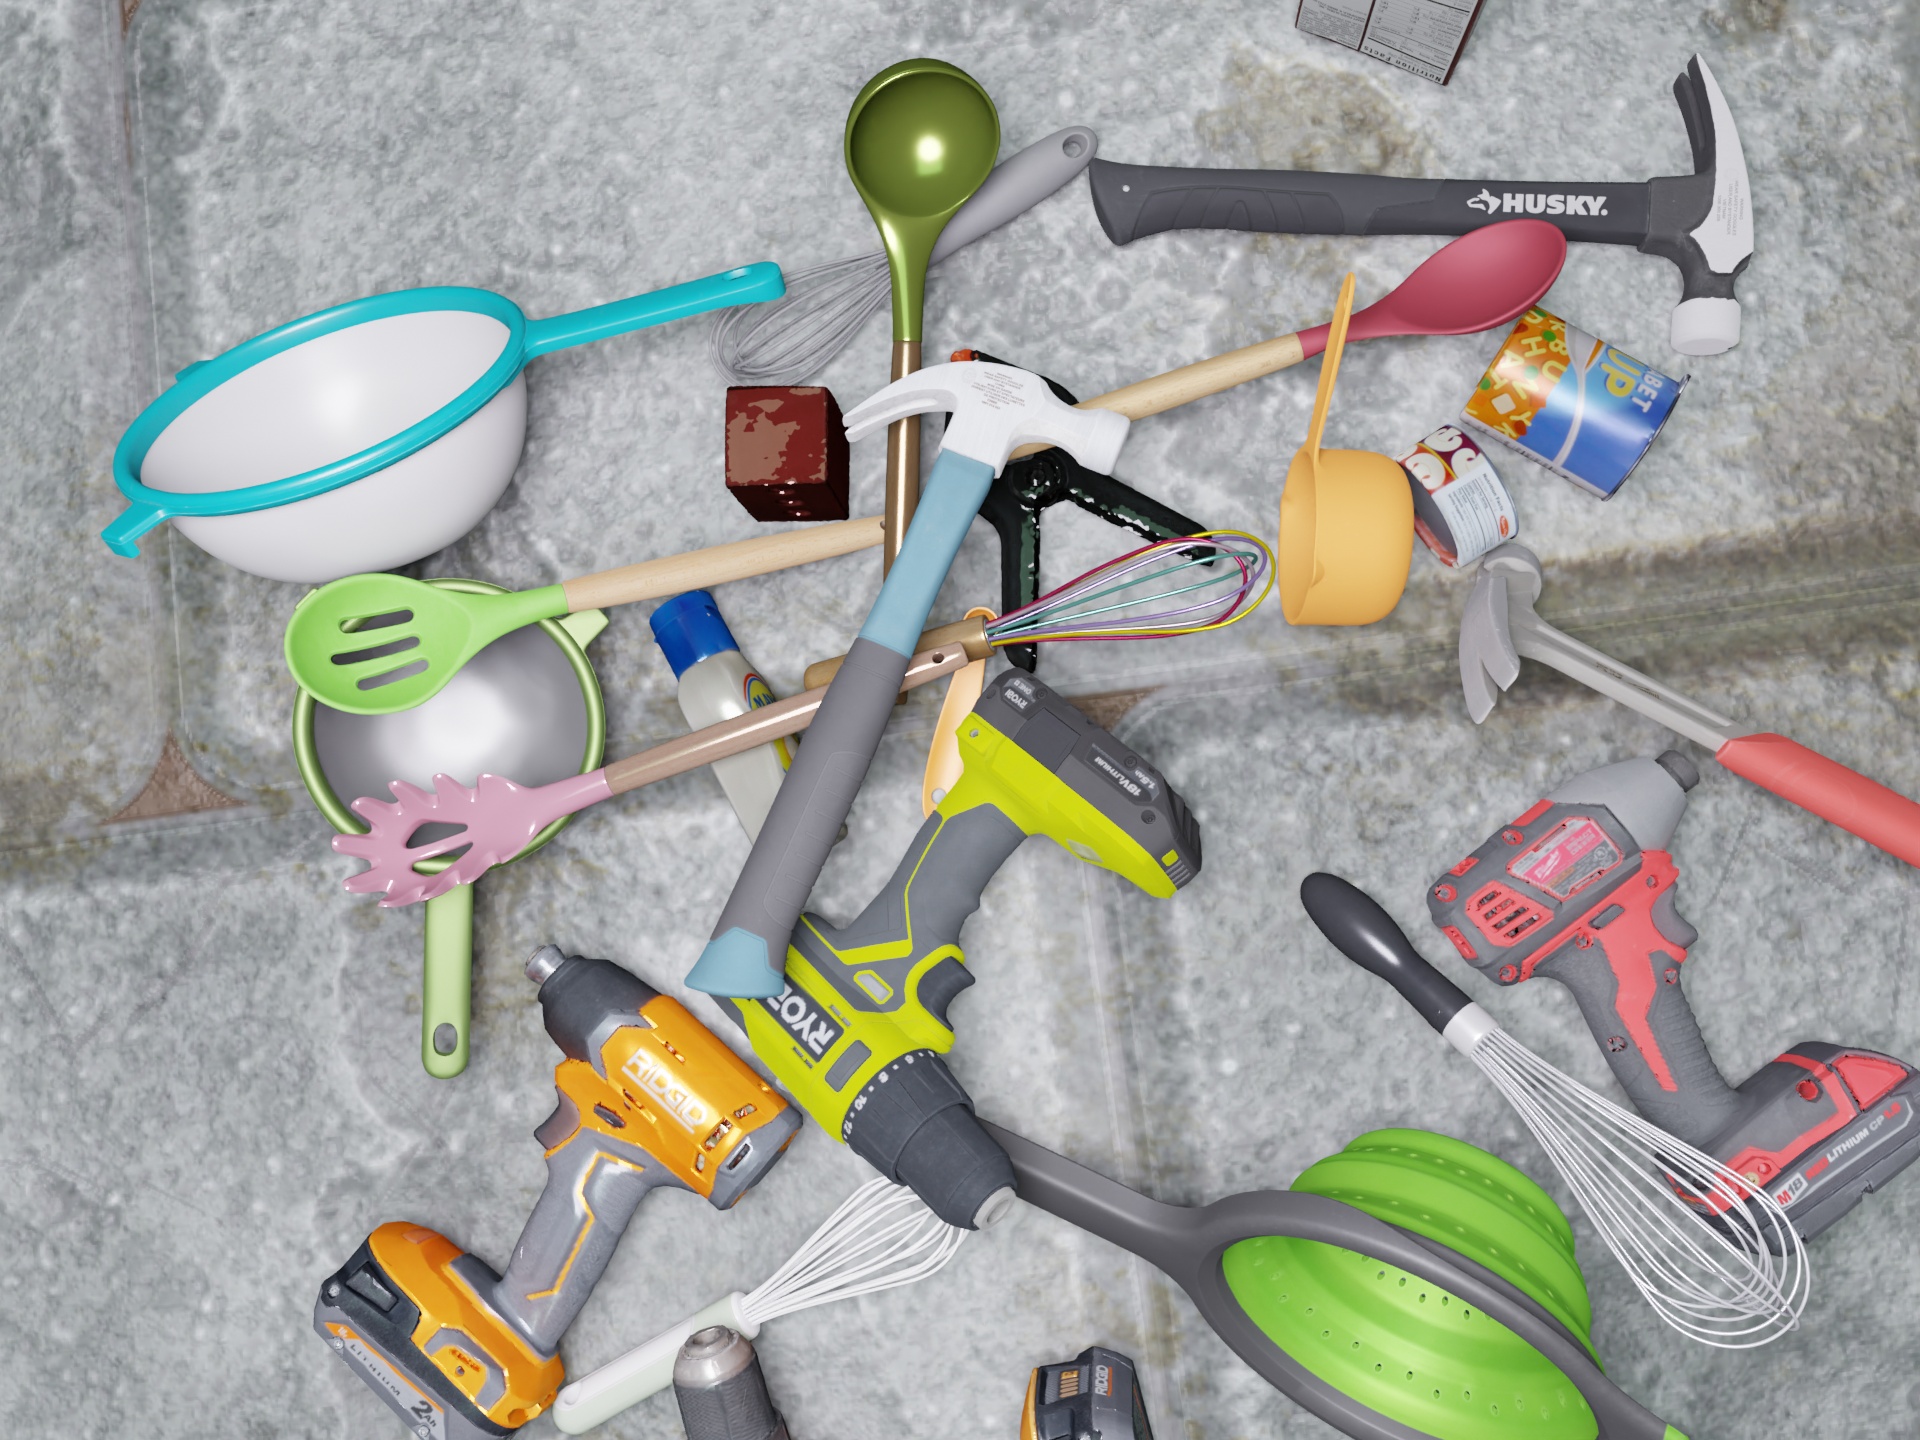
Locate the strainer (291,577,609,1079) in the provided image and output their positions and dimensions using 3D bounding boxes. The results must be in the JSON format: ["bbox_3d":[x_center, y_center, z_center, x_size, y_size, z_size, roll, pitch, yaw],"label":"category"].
[{"bbox_3d":[-0.265,0.054,0.832,0.151,0.069,0.256,2,95,-14],"label":"strainer"}]

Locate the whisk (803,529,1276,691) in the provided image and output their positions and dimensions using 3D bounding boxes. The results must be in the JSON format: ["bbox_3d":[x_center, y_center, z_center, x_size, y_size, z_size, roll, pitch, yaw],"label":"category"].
[{"bbox_3d":[0.035,-0.045,0.785,0.245,0.051,0.047,-15,91,16],"label":"whisk"}]

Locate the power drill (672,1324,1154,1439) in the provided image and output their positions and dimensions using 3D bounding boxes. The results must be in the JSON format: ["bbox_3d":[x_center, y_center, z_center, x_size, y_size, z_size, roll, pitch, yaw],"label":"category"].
[{"bbox_3d":[-0.022,0.364,0.757,0.226,0.084,0.185,-14,95,7],"label":"power drill"}]

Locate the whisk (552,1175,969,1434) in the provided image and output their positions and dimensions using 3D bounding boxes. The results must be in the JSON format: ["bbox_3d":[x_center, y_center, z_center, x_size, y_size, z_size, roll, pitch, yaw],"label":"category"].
[{"bbox_3d":[-0.102,0.295,0.800,0.246,0.058,0.059,-31,114,6],"label":"whisk"}]

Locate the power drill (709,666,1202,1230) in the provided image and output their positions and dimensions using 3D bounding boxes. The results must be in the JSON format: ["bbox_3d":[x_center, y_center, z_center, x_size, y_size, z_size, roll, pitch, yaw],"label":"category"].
[{"bbox_3d":[0.008,0.106,0.760,0.228,0.080,0.191,-48,58,-4],"label":"power drill"}]

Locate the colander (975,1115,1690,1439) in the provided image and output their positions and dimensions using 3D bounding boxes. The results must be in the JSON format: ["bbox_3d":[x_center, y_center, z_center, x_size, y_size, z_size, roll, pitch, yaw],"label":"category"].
[{"bbox_3d":[0.141,0.228,0.756,0.397,0.204,0.094,20,52,23],"label":"colander"}]

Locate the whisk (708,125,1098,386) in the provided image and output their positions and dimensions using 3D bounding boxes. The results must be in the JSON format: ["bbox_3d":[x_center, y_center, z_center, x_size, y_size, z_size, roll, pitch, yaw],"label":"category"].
[{"bbox_3d":[-0.029,-0.250,0.846,0.239,0.055,0.055,-33,82,-3],"label":"whisk"}]

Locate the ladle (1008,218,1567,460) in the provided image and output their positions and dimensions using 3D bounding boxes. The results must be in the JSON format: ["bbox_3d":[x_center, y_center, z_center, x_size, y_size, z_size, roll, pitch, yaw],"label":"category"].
[{"bbox_3d":[0.143,-0.178,0.791,0.315,0.031,0.069,-18,46,6],"label":"ladle"}]

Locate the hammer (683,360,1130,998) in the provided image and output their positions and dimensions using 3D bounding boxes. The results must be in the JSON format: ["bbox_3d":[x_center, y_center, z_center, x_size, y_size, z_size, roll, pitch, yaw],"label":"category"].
[{"bbox_3d":[-0.041,-0.021,0.748,0.128,0.033,0.331,23,80,6],"label":"hammer"}]

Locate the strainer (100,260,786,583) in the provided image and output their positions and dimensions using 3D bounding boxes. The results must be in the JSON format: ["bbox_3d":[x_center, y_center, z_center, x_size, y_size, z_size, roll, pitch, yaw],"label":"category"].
[{"bbox_3d":[-0.246,-0.151,0.818,0.340,0.211,0.095,-16,128,-2],"label":"strainer"}]

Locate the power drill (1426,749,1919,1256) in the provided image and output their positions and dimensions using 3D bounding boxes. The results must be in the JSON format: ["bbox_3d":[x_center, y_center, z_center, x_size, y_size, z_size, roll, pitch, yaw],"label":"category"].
[{"bbox_3d":[0.345,0.126,0.757,0.143,0.078,0.220,-39,79,1],"label":"power drill"}]

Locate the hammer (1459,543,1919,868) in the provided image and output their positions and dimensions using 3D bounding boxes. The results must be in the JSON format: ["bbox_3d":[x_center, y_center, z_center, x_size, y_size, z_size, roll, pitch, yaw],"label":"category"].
[{"bbox_3d":[0.401,0.033,0.743,0.359,0.149,0.036,28,124,2],"label":"hammer"}]

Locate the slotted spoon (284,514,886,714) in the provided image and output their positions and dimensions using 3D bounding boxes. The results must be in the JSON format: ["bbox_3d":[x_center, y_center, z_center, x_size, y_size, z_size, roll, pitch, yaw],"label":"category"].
[{"bbox_3d":[-0.172,-0.065,0.799,0.313,0.031,0.070,-15,83,-18],"label":"slotted spoon"}]

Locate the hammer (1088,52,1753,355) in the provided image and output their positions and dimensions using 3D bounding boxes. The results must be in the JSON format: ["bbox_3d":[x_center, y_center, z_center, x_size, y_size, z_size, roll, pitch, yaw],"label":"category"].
[{"bbox_3d":[0.233,-0.272,0.825,0.335,0.035,0.146,4,86,6],"label":"hammer"}]

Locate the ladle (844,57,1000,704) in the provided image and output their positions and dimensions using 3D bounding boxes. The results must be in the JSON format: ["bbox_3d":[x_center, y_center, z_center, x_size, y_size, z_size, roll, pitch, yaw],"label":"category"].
[{"bbox_3d":[-0.025,-0.165,0.805,0.078,0.062,0.320,0,98,-16],"label":"ladle"}]

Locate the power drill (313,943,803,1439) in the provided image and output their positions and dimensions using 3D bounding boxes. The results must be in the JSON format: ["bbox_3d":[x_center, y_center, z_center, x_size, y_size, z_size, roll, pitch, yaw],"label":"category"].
[{"bbox_3d":[-0.211,0.233,0.801,0.164,0.084,0.226,41,85,8],"label":"power drill"}]

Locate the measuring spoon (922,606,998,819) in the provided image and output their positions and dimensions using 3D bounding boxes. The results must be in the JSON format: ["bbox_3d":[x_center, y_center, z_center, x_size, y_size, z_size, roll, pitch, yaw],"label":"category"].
[{"bbox_3d":[-0.001,-0.003,0.837,0.021,0.011,0.117,14,89,-7],"label":"measuring spoon"}]

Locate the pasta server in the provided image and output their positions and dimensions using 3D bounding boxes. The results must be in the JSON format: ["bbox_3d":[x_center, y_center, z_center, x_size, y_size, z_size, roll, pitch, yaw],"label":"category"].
[{"bbox_3d":[-0.147,0.019,0.771,0.316,0.040,0.060,-20,78,2],"label":"pasta server"}]

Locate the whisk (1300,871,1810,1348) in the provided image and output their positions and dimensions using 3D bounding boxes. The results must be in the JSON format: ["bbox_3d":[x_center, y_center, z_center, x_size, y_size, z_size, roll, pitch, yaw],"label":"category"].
[{"bbox_3d":[0.259,0.164,0.728,0.070,0.070,0.285,-45,57,0],"label":"whisk"}]

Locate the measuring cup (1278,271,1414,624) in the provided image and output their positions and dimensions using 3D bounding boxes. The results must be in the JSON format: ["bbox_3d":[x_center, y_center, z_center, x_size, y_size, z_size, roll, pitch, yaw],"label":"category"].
[{"bbox_3d":[0.193,-0.126,0.764,0.052,0.095,0.173,4,119,-1],"label":"measuring cup"}]
